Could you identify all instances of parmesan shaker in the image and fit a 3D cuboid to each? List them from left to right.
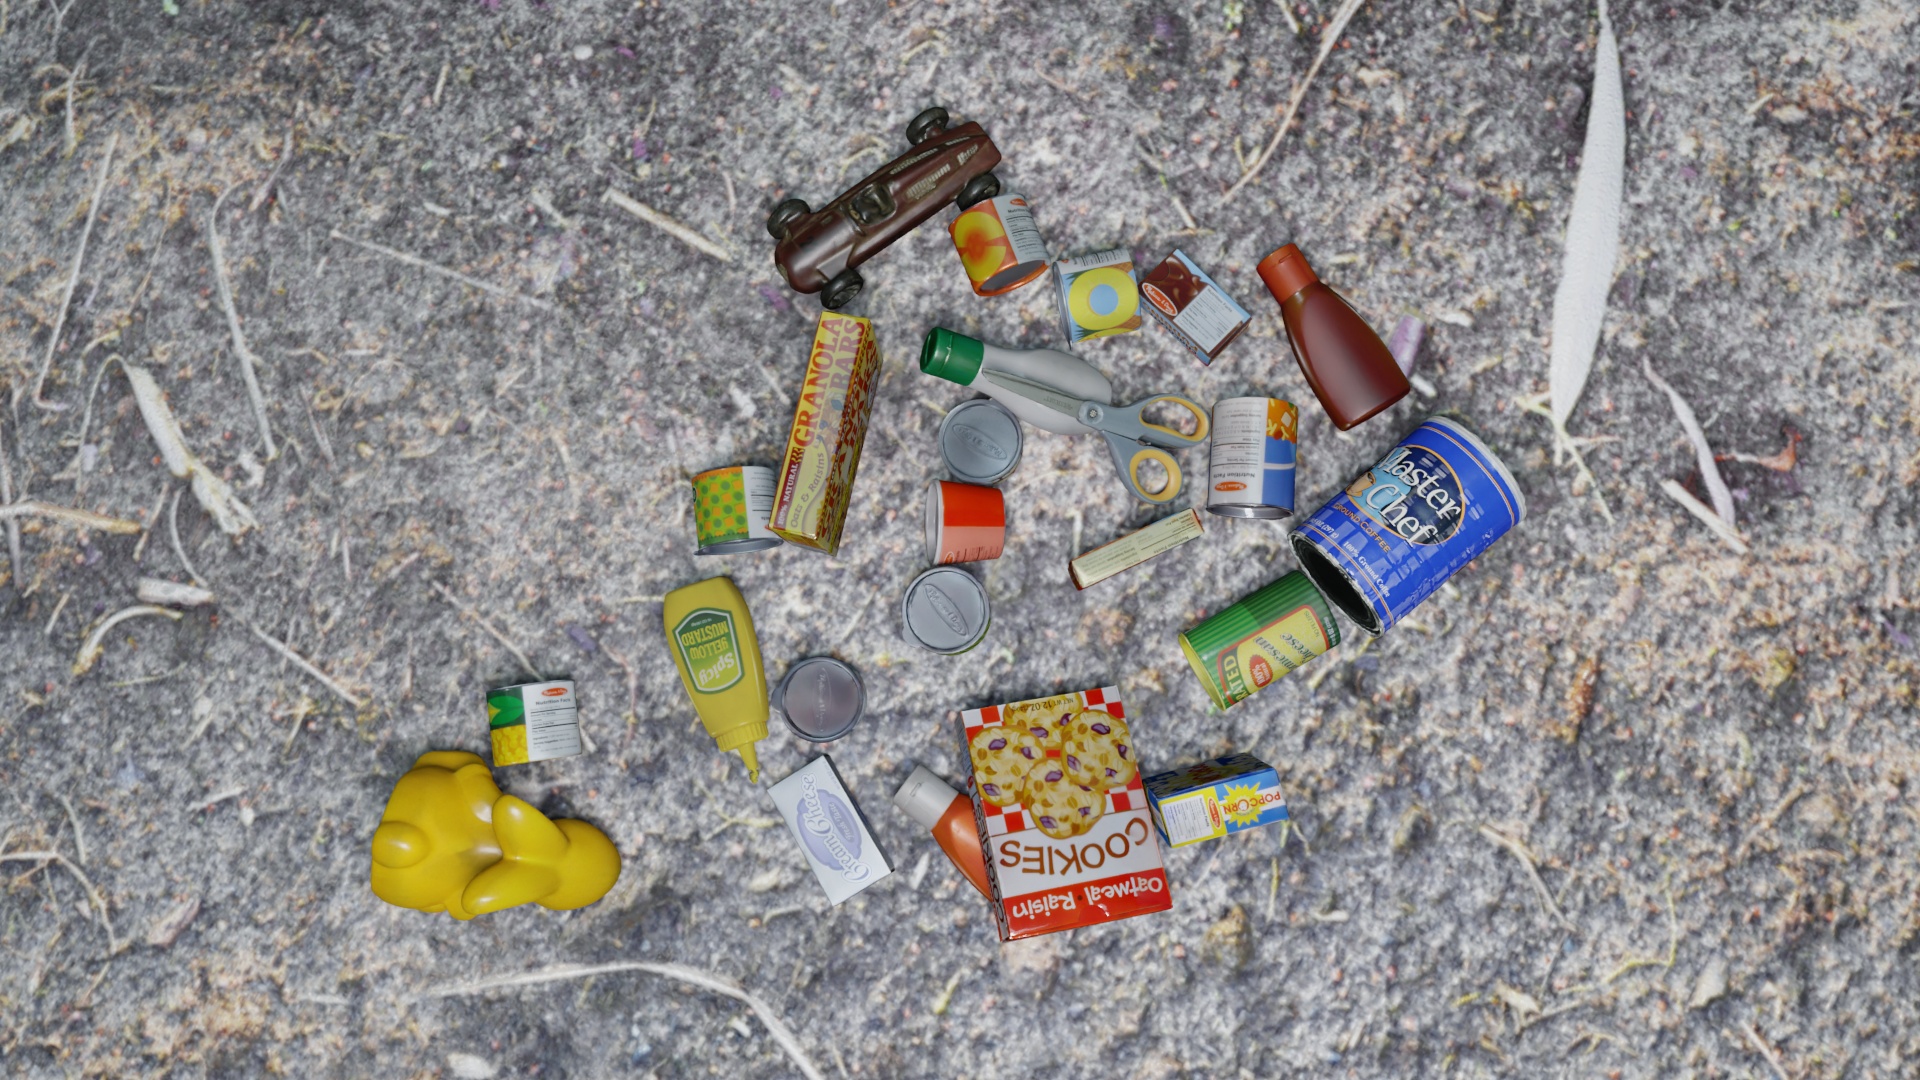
[{"bbox_3d":[0.224,0.073,1.043,0.103,0.071,0.071,-30,82,-1],"label":"parmesan shaker"}]

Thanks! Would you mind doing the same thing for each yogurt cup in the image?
[{"bbox_3d":[0.004,-0.013,1.068,0.054,0.072,0.072,1,83,-10],"label":"yogurt cup"}]

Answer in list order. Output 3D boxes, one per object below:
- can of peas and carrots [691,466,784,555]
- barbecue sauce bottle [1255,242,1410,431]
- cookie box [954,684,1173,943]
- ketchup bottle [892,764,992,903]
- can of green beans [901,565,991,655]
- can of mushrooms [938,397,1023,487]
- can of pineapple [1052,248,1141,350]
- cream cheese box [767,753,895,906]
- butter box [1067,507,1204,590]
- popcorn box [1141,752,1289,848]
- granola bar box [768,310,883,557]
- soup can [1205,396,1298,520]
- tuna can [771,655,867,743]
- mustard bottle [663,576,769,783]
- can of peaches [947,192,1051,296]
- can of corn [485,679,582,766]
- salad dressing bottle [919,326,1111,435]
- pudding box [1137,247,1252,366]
[{"bbox_3d":[-0.175,-0.022,1.077,0.071,0.071,0.059,-8,82,2],"label":"can of peas and carrots"},{"bbox_3d":[0.285,-0.162,1.085,0.065,0.043,0.148,-30,82,-2],"label":"barbecue sauce bottle"},{"bbox_3d":[0.073,0.199,1.019,0.123,0.040,0.168,-8,69,-12],"label":"cookie box"},{"bbox_3d":[0.018,0.227,1.046,0.149,0.043,0.065,36,80,7],"label":"ketchup bottle"},{"bbox_3d":[-0.010,0.055,1.063,0.071,0.058,0.071,0,83,2],"label":"can of green beans"},{"bbox_3d":[0.018,-0.077,1.091,0.071,0.033,0.071,0,82,3],"label":"can of mushrooms"},{"bbox_3d":[0.107,-0.189,1.086,0.058,0.071,0.071,-11,82,1],"label":"can of pineapple"},{"bbox_3d":[-0.099,0.221,1.062,0.053,0.024,0.104,-32,82,0],"label":"cream cheese box"},{"bbox_3d":[0.133,0.007,1.065,0.103,0.053,0.024,-24,85,0],"label":"butter box"},{"bbox_3d":[0.181,0.186,1.003,0.085,0.126,0.038,-16,86,1],"label":"popcorn box"},{"bbox_3d":[-0.100,-0.077,1.051,0.039,0.124,0.165,13,83,3],"label":"granola bar box"},{"bbox_3d":[0.225,-0.062,1.066,0.071,0.071,0.084,4,82,3],"label":"soup can"},{"bbox_3d":[-0.108,0.123,1.071,0.071,0.033,0.071,0,83,3],"label":"tuna can"},{"bbox_3d":[-0.179,0.109,1.068,0.065,0.049,0.160,-20,82,2],"label":"mustard bottle"},{"bbox_3d":[0.030,-0.231,1.096,0.071,0.071,0.058,-23,83,0],"label":"can of peaches"},{"bbox_3d":[-0.327,0.140,1.064,0.071,0.071,0.058,-9,83,2],"label":"can of corn"},{"bbox_3d":[0.042,-0.124,1.062,0.148,0.043,0.064,17,62,-20],"label":"salad dressing bottle"},{"bbox_3d":[0.183,-0.185,1.099,0.084,0.030,0.049,44,88,7],"label":"pudding box"}]
